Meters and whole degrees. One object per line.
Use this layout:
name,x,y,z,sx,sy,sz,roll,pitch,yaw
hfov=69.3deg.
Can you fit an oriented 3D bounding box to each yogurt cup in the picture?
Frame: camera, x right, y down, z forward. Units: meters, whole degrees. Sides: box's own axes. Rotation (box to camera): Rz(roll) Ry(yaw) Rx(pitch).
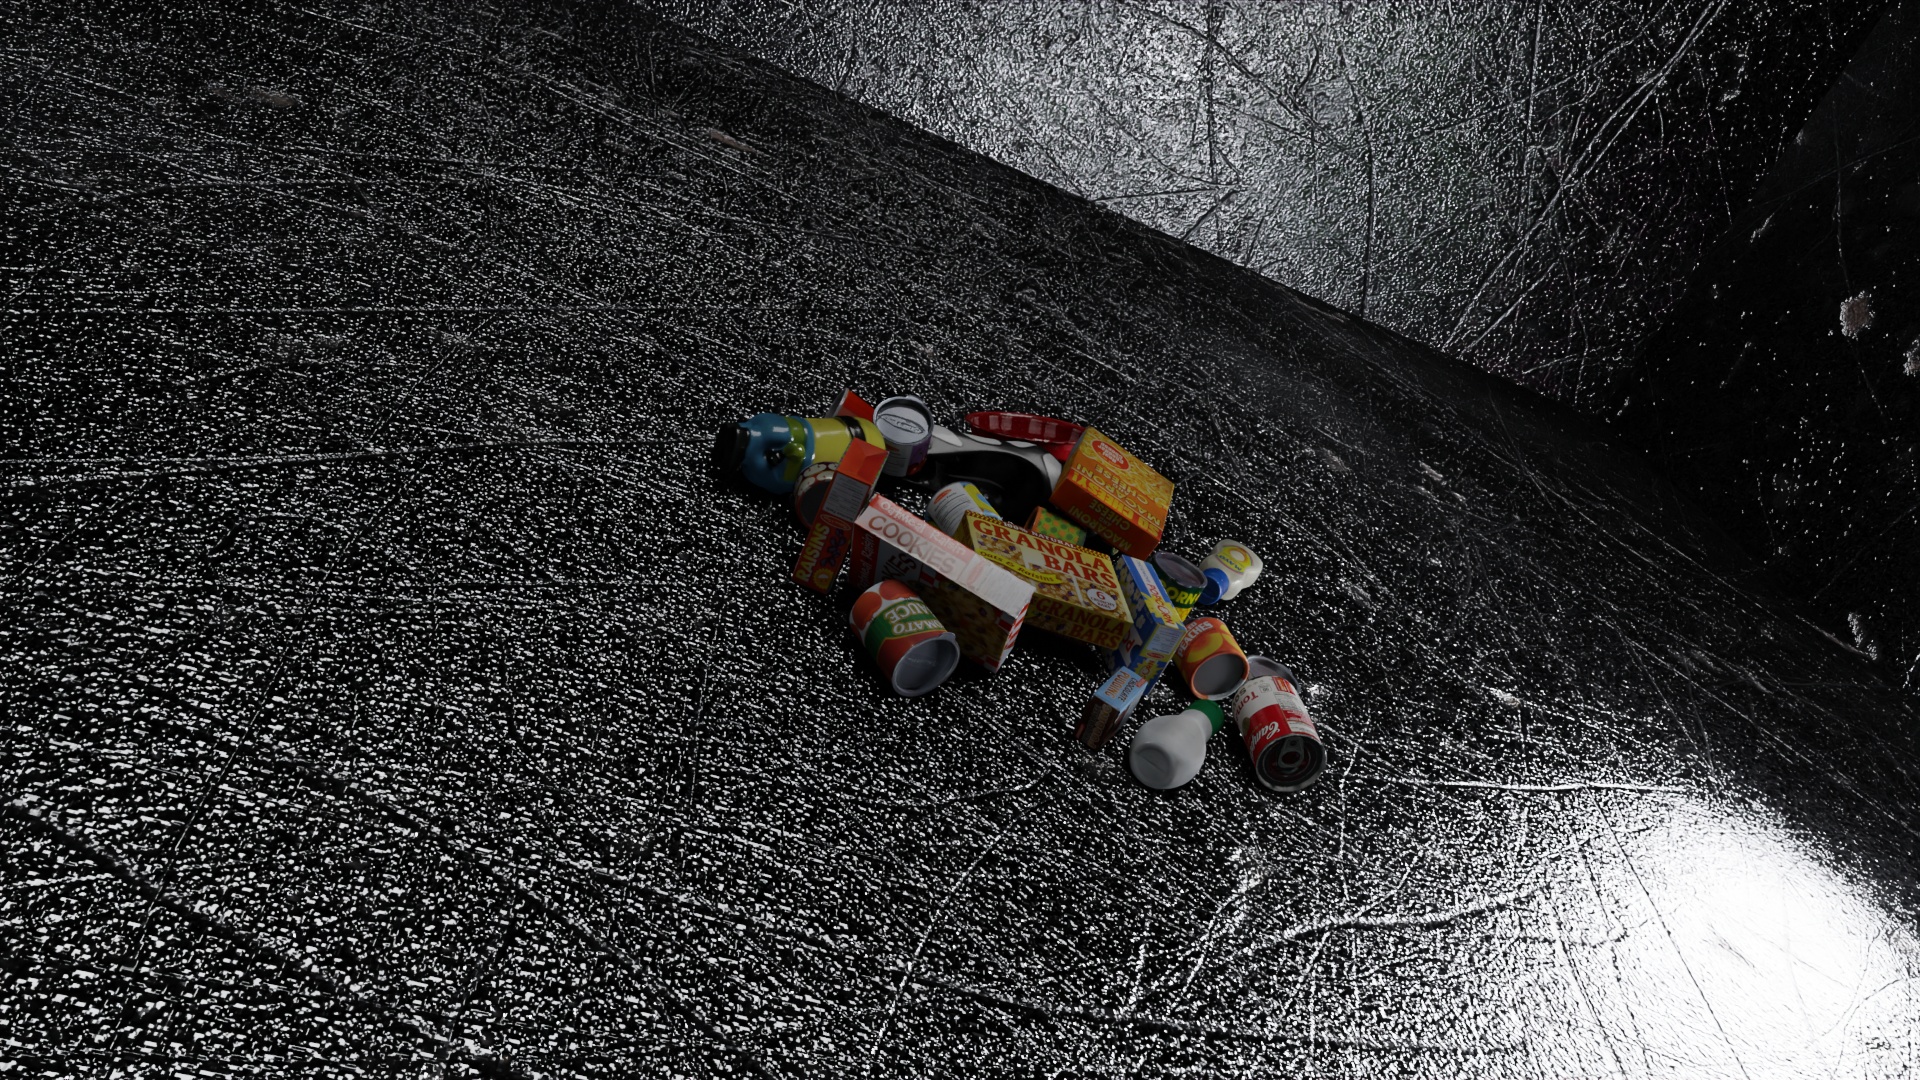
yogurt cup,-0.122,-0.129,1.547,0.054,0.072,0.073,30,24,-13

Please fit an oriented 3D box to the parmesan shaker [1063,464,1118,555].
parmesan shaker,0.155,-0.039,1.632,0.103,0.071,0.071,34,26,15

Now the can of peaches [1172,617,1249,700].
can of peaches,0.254,0.120,1.426,0.071,0.071,0.058,15,28,-24

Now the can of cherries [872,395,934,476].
can of cherries,-0.063,-0.113,1.495,0.071,0.058,0.072,5,55,-7

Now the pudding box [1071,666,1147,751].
pudding box,0.138,0.153,1.275,0.030,0.049,0.084,33,26,15

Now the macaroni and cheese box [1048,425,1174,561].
macaroni and cheese box,0.171,-0.052,1.546,0.124,0.040,0.167,34,28,-2

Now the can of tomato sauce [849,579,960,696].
can of tomato sauce,-0.049,0.082,1.207,0.071,0.071,0.083,4,33,-40

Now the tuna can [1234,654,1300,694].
tuna can,0.324,0.154,1.471,0.071,0.032,0.071,22,26,-11

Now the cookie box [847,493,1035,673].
cookie box,-0.021,0.039,1.257,0.167,0.122,0.040,31,62,9

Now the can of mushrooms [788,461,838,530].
can of mushrooms,-0.133,-0.041,1.368,0.071,0.070,0.033,16,28,-22

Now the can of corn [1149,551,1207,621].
can of corn,0.230,0.056,1.538,0.071,0.058,0.071,22,25,-11

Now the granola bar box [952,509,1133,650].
granola bar box,0.079,0.039,1.379,0.165,0.039,0.125,18,28,-18

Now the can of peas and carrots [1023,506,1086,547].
can of peas and carrots,0.097,0.002,1.502,0.059,0.070,0.071,23,25,-6

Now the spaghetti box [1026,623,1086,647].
spaghetti box,0.019,0.040,1.399,0.250,0.028,0.050,22,25,-9

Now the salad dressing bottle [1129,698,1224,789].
salad dressing bottle,0.205,0.184,1.289,0.064,0.043,0.148,34,25,19

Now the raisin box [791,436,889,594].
raisin box,-0.111,-0.023,1.285,0.040,0.122,0.086,23,25,-4

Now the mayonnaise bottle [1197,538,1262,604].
mayonnaise bottle,0.316,0.041,1.668,0.065,0.041,0.148,36,26,14

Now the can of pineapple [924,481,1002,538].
can of pineapple,0.005,-0.018,1.456,0.071,0.070,0.058,6,33,-37

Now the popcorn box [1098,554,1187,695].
popcorn box,0.175,0.084,1.400,0.038,0.085,0.127,18,26,-21
